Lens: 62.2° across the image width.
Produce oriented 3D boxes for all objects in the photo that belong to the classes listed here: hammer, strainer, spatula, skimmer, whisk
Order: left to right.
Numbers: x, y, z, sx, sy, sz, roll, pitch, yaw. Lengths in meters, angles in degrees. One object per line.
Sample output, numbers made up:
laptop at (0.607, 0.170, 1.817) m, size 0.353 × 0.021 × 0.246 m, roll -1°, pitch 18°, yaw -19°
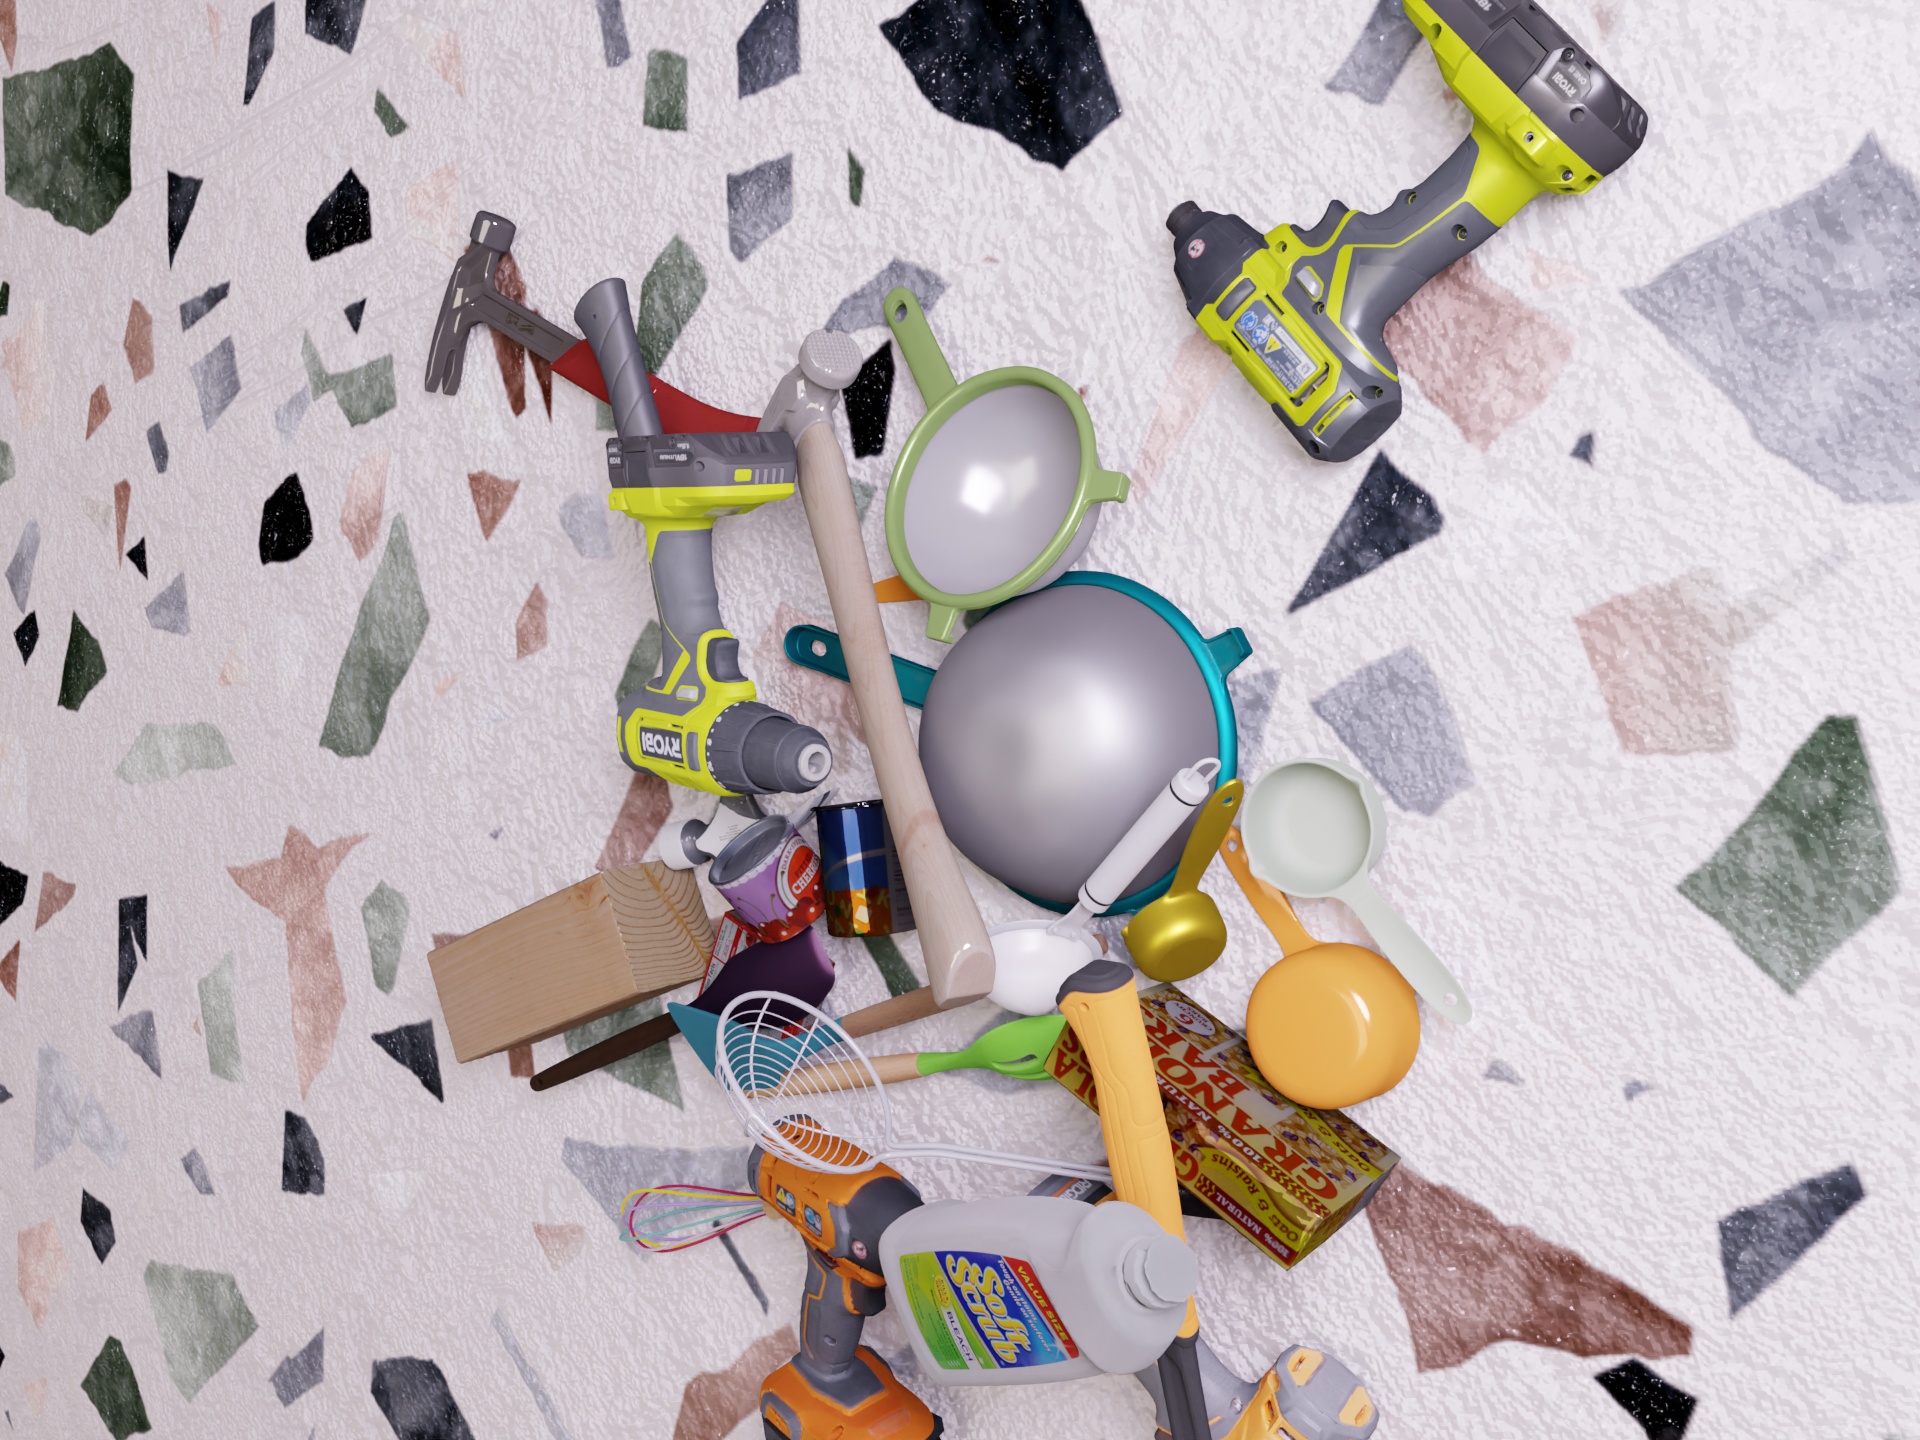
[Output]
hammer at (-0.267, -0.247, 1.174) m, size 0.359 × 0.036 × 0.149 m, roll 33°, pitch 110°, yaw 29°
spatula at (-0.206, 0.218, 1.131) m, size 0.316 × 0.018 × 0.060 m, roll -27°, pitch 85°, yaw 32°
hammer at (-0.194, -0.102, 1.101) m, size 0.149 × 0.036 × 0.409 m, roll -13°, pitch 94°, yaw 32°
whisk at (-0.152, 0.342, 1.124) m, size 0.245 × 0.051 × 0.047 m, roll -19°, pitch 76°, yaw 30°
hammer at (-0.056, -0.026, 0.951) m, size 0.146 × 0.038 × 0.411 m, roll -49°, pitch 51°, yaw 53°
spatula at (-0.050, 0.183, 1.029) m, size 0.317 × 0.044 × 0.082 m, roll -21°, pitch 112°, yaw 20°
strainer at (-0.002, -0.003, 0.969) m, size 0.341 × 0.095 × 0.211 m, roll 21°, pitch 104°, yaw 32°
strainer at (0.014, -0.170, 0.980) m, size 0.151 × 0.069 × 0.257 m, roll -39°, pitch 54°, yaw 22°
skimmer at (0.034, 0.229, 0.919) m, size 0.363 × 0.127 × 0.090 m, roll 6°, pitch 107°, yaw 13°
strainer at (0.071, 0.104, 0.889) m, size 0.258 × 0.086 × 0.050 m, roll -56°, pitch 28°, yaw 38°
hammer at (0.108, 0.282, 0.810) m, size 0.127 × 0.034 × 0.336 m, roll -1°, pitch 106°, yaw 44°

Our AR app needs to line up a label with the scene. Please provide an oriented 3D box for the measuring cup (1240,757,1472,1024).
measuring cup at (0.222, 0.092, 0.860) m, size 0.083 × 0.038 × 0.168 m, roll -47°, pitch 70°, yaw 27°

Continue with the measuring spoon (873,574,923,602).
measuring spoon at (-0.035, -0.088, 1.038) m, size 0.117 × 0.011 × 0.021 m, roll -7°, pitch 89°, yaw 34°

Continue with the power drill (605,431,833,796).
power drill at (-0.151, -0.064, 0.998) m, size 0.191 × 0.080 × 0.228 m, roll 9°, pitch 104°, yaw 48°

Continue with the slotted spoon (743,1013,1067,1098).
slotted spoon at (-0.041, 0.229, 1.041) m, size 0.314 × 0.070 × 0.031 m, roll -17°, pitch 51°, yaw 39°

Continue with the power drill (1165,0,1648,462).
power drill at (0.217, -0.269, 0.822) m, size 0.223 × 0.080 × 0.171 m, roll -46°, pitch 68°, yaw 30°

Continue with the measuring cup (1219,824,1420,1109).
measuring cup at (0.180, 0.133, 0.880) m, size 0.095 × 0.052 × 0.174 m, roll -40°, pitch 69°, yaw 29°

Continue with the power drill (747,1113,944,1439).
power drill at (-0.064, 0.381, 1.007) m, size 0.164 × 0.084 × 0.226 m, roll 16°, pitch 112°, yaw 47°

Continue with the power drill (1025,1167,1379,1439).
power drill at (0.106, 0.397, 0.932) m, size 0.226 × 0.084 × 0.185 m, roll 35°, pitch 113°, yaw 23°

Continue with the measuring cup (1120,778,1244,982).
measuring cup at (0.131, 0.091, 0.865) m, size 0.156 × 0.062 × 0.029 m, roll 103°, pitch 152°, yaw -46°
